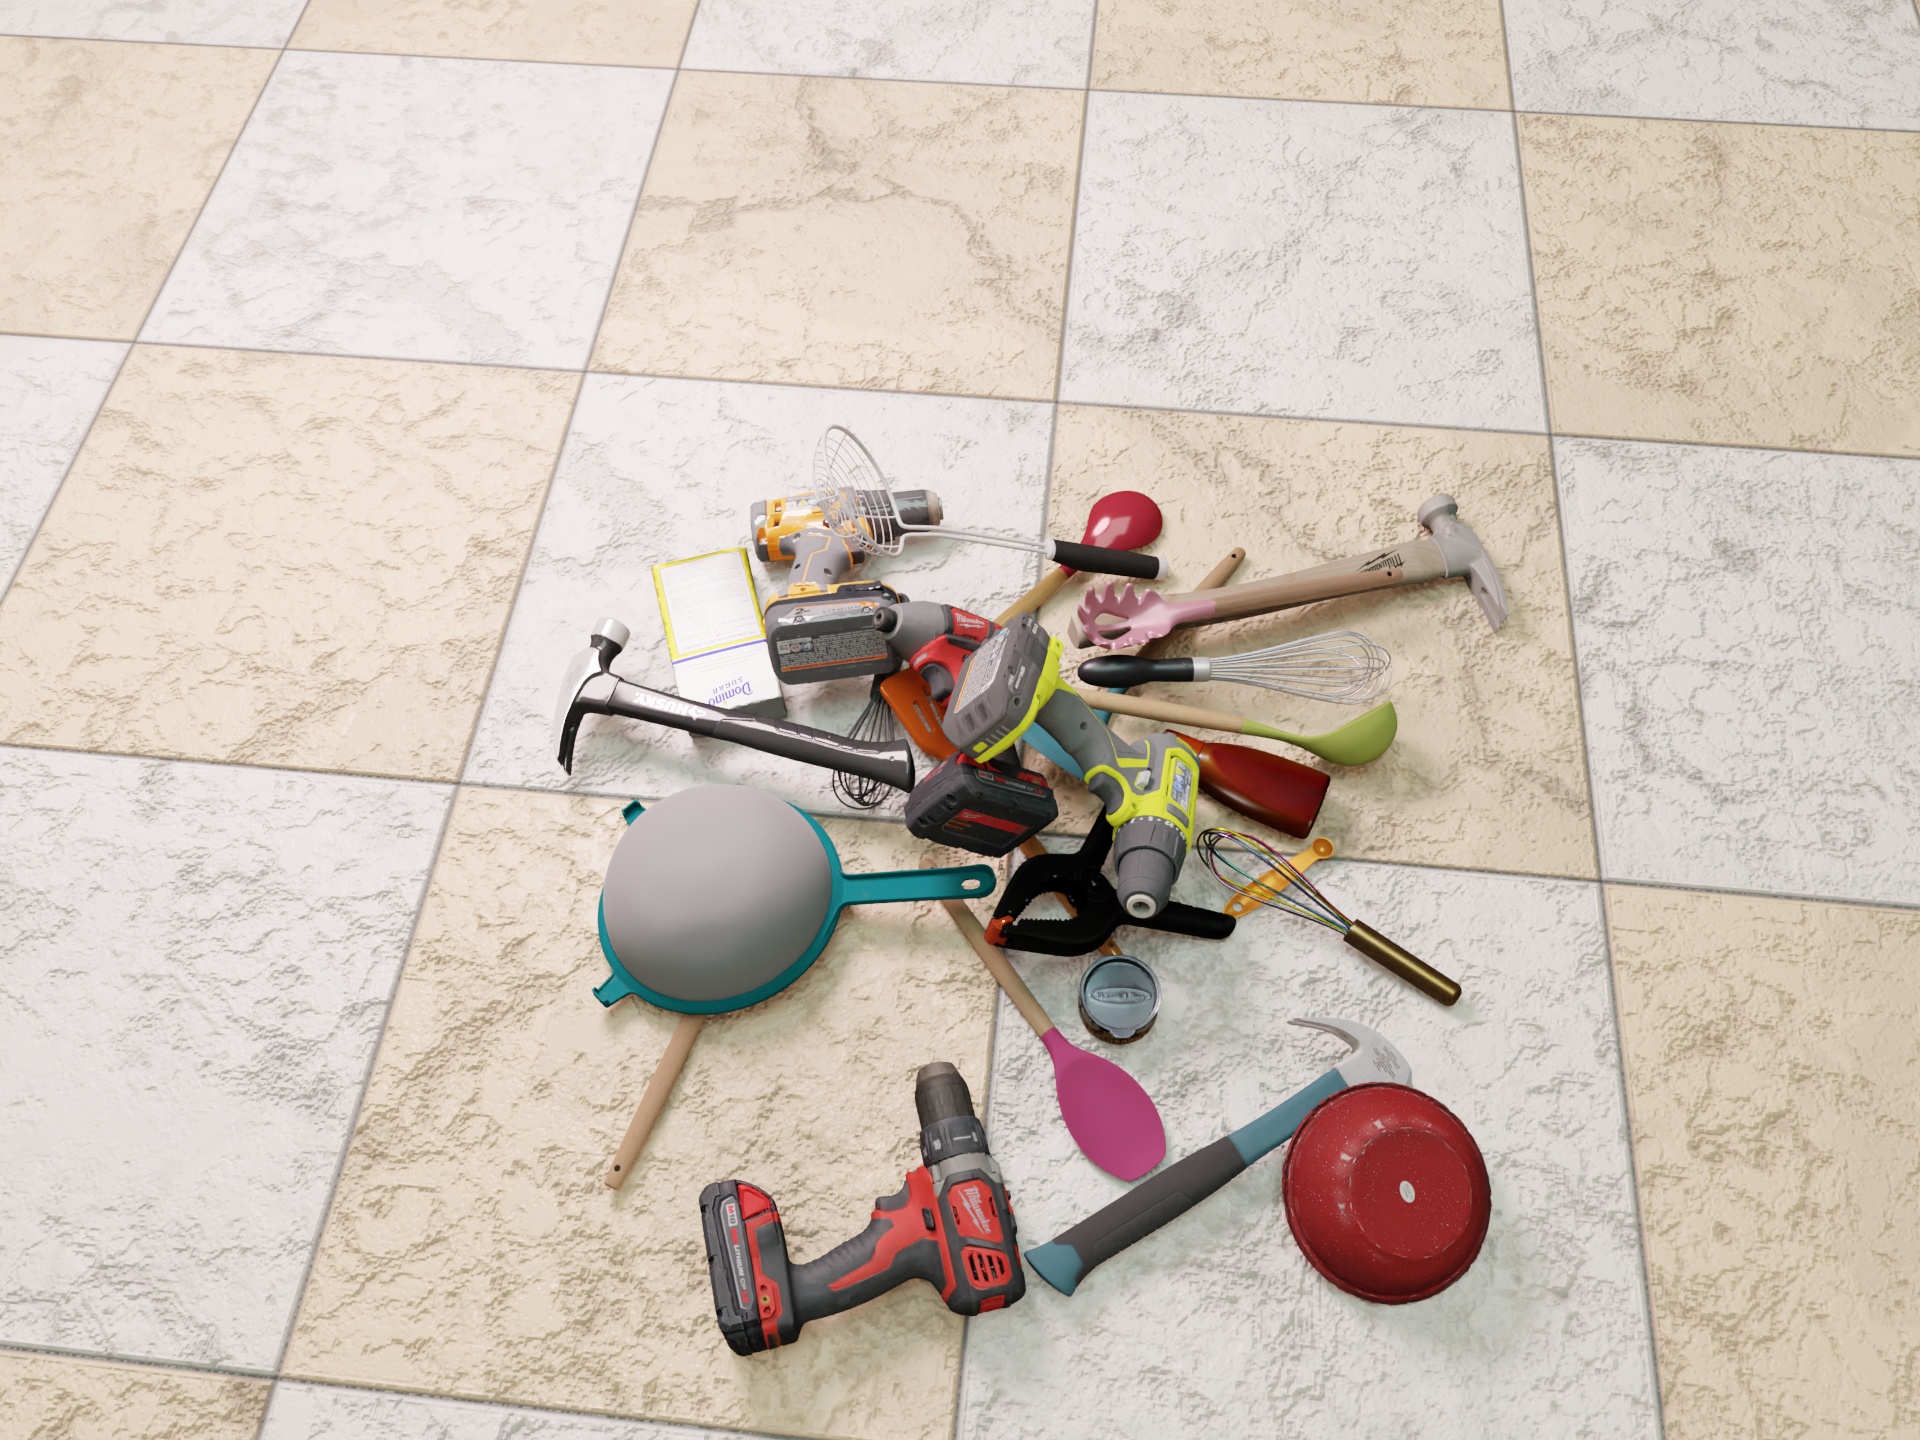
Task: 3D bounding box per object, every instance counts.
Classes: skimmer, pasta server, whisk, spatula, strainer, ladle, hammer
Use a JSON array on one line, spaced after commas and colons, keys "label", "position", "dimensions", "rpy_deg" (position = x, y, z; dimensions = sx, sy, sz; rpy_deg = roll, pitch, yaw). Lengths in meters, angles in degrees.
[{"label": "skimmer", "position": [0.036, -0.183, 1.435], "dimensions": [0.363, 0.090, 0.127], "rpy_deg": [7, 50, -20]}, {"label": "pasta server", "position": [0.252, -0.108, 1.419], "dimensions": [0.316, 0.040, 0.060], "rpy_deg": [-10, 74, -12]}, {"label": "whisk", "position": [0.245, -0.047, 1.417], "dimensions": [0.284, 0.070, 0.070], "rpy_deg": [-1, 59, -4]}, {"label": "whisk", "position": [-0.074, -0.022, 1.441], "dimensions": [0.055, 0.055, 0.239], "rpy_deg": [6, 55, 5]}, {"label": "spatula", "position": [-0.216, 0.233, 1.302], "dimensions": [0.060, 0.018, 0.316], "rpy_deg": [15, 59, 14]}, {"label": "spatula", "position": [0.173, -0.062, 1.457], "dimensions": [0.082, 0.044, 0.317], "rpy_deg": [36, 65, 16]}, {"label": "strainer", "position": [-0.144, 0.123, 1.299], "dimensions": [0.340, 0.095, 0.211], "rpy_deg": [-4, 54, 8]}, {"label": "spatula", "position": [0.043, 0.078, 1.376], "dimensions": [0.081, 0.041, 0.323], "rpy_deg": [-23, 61, -30]}, {"label": "ladle", "position": [0.078, -0.124, 1.508], "dimensions": [0.315, 0.031, 0.069], "rpy_deg": [-41, 70, -19]}, {"label": "hammer", "position": [0.200, 0.337, 1.211], "dimensions": [0.331, 0.033, 0.128], "rpy_deg": [-28, 76, -12]}, {"label": "hammer", "position": [0.300, -0.111, 1.467], "dimensions": [0.410, 0.038, 0.146], "rpy_deg": [-12, 60, -12]}, {"label": "ladle", "position": [0.222, -0.012, 1.393], "dimensions": [0.320, 0.078, 0.062], "rpy_deg": [10, 83, 1]}, {"label": "hammer", "position": [-0.195, 0.010, 1.375], "dimensions": [0.335, 0.035, 0.146], "rpy_deg": [14, 64, 14]}, {"label": "whisk", "position": [0.302, 0.162, 1.317], "dimensions": [0.245, 0.051, 0.047], "rpy_deg": [33, 105, 11]}]

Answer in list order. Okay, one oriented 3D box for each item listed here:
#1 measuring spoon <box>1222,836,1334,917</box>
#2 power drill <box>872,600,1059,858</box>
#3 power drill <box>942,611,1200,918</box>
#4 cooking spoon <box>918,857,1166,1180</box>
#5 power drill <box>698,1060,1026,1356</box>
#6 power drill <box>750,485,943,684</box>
[{"label": "measuring spoon", "position": [0.270, 0.136, 1.355], "dimensions": [0.117, 0.011, 0.021], "rpy_deg": [-32, 68, -13]}, {"label": "power drill", "position": [-0.002, -0.004, 1.337], "dimensions": [0.143, 0.078, 0.220], "rpy_deg": [19, 46, -37]}, {"label": "power drill", "position": [0.098, 0.038, 1.276], "dimensions": [0.228, 0.080, 0.191], "rpy_deg": [40, 36, -16]}, {"label": "cooking spoon", "position": [0.057, 0.234, 1.294], "dimensions": [0.069, 0.017, 0.319], "rpy_deg": [-31, 63, -13]}, {"label": "power drill", "position": [-0.076, 0.363, 1.188], "dimensions": [0.226, 0.080, 0.188], "rpy_deg": [-11, 59, -8]}, {"label": "power drill", "position": [-0.099, -0.139, 1.471], "dimensions": [0.185, 0.084, 0.226], "rpy_deg": [-8, 42, -2]}]
